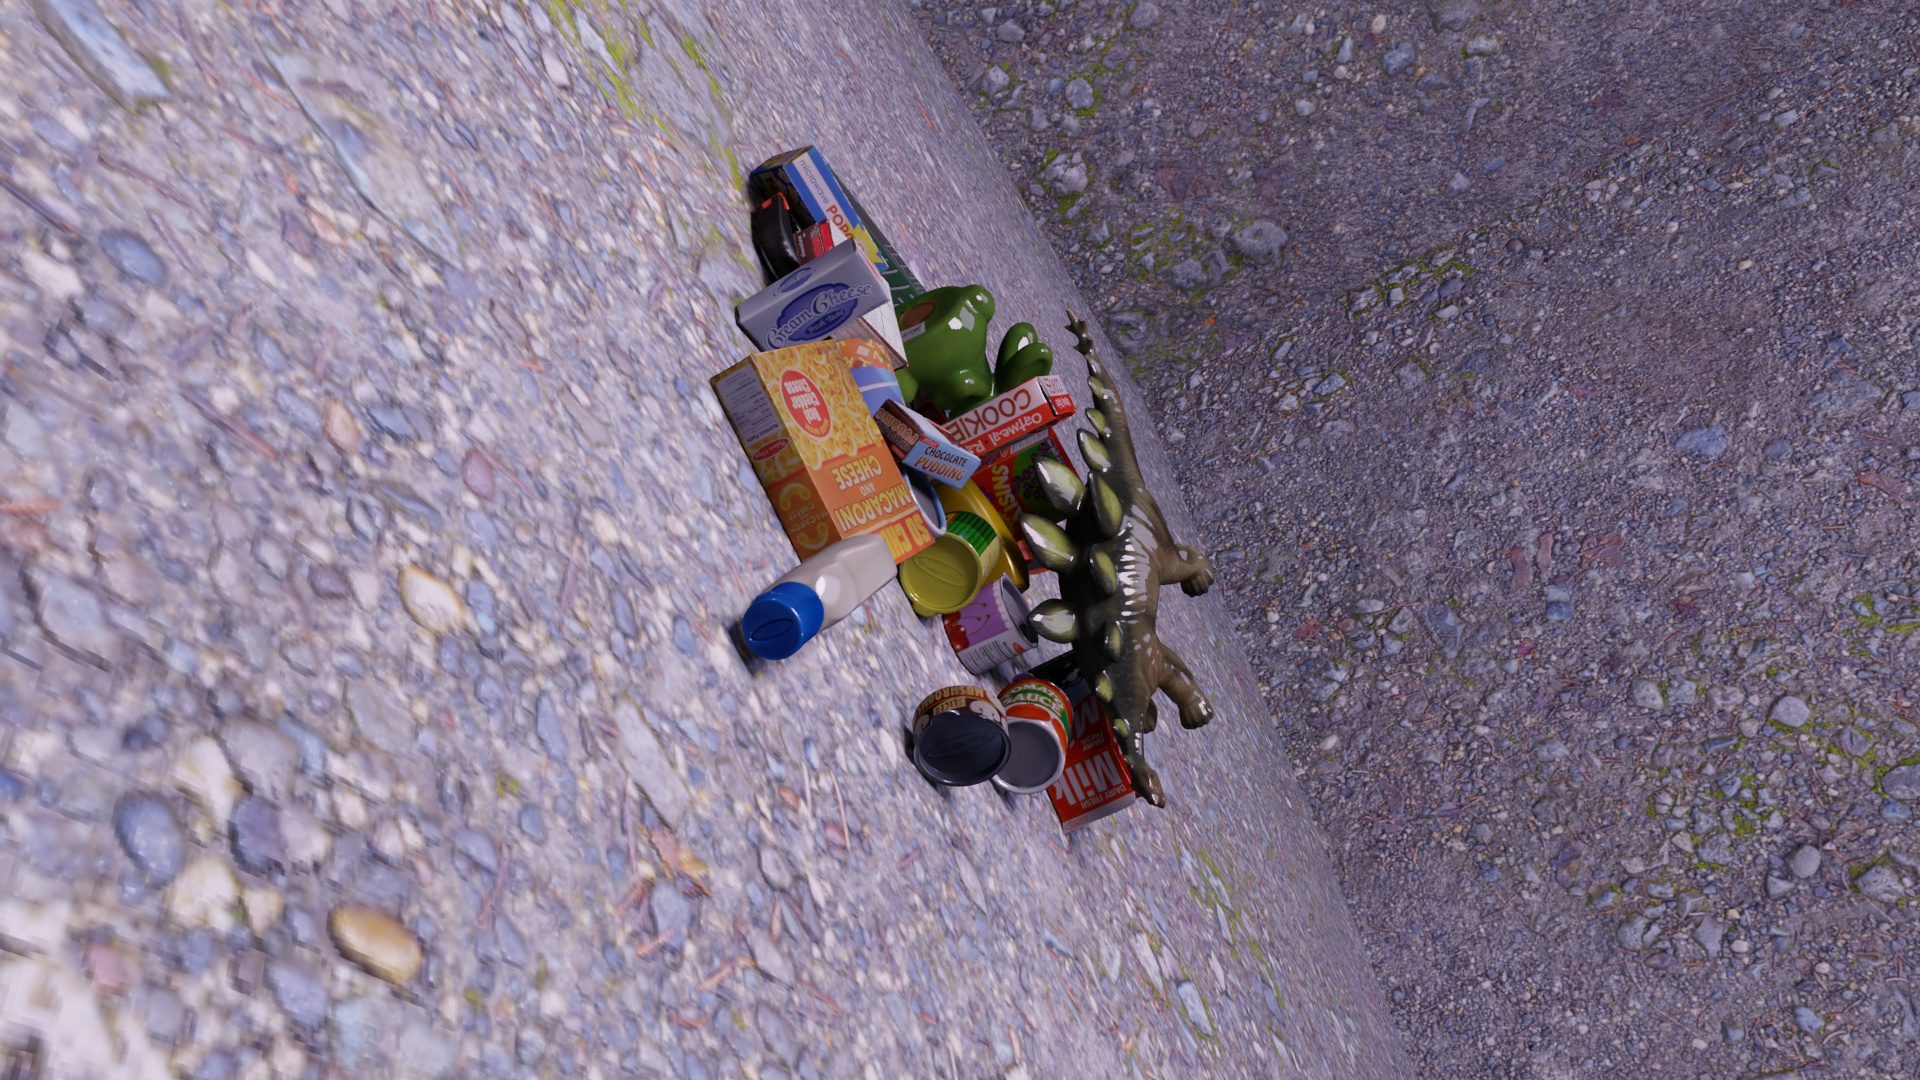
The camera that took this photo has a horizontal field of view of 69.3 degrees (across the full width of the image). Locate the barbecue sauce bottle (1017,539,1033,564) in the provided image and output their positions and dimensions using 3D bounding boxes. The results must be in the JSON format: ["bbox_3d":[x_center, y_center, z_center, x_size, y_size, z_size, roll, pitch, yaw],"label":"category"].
[{"bbox_3d":[0.029,-0.040,1.411,0.149,0.043,0.065,67,10,12],"label":"barbecue sauce bottle"}]

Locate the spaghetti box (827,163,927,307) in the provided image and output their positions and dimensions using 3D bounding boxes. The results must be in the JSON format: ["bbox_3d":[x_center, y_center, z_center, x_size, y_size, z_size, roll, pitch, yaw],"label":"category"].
[{"bbox_3d":[-0.074,-0.254,1.357,0.249,0.050,0.029,49,23,-26],"label":"spaghetti box"}]

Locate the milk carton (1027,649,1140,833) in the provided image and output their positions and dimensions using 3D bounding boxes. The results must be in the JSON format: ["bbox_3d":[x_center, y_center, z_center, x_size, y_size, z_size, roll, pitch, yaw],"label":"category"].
[{"bbox_3d":[0.115,0.185,1.261,0.073,0.072,0.191,55,15,-29],"label":"milk carton"}]

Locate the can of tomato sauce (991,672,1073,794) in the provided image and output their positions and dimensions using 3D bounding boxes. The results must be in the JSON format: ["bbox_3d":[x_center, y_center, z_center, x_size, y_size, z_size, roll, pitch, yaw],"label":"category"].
[{"bbox_3d":[0.054,0.153,1.104,0.071,0.071,0.083,61,14,-10],"label":"can of tomato sauce"}]

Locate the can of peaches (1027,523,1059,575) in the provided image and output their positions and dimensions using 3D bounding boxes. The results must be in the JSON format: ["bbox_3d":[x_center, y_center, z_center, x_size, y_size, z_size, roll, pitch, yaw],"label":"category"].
[{"bbox_3d":[0.072,-0.002,1.458,0.071,0.071,0.058,43,28,-56],"label":"can of peaches"}]

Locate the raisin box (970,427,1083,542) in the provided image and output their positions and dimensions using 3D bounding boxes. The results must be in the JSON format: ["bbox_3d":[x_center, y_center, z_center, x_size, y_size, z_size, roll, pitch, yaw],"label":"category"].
[{"bbox_3d":[0.051,-0.047,1.339,0.086,0.123,0.040,59,14,-21],"label":"raisin box"}]

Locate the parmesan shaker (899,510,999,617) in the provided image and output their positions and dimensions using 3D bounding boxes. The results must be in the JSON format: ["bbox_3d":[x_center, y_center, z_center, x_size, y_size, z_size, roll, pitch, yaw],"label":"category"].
[{"bbox_3d":[-0.009,0.018,1.134,0.071,0.071,0.103,62,13,-5],"label":"parmesan shaker"}]

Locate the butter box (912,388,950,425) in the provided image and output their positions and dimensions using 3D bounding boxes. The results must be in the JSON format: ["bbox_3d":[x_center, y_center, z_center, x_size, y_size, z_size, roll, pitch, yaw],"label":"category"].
[{"bbox_3d":[-0.034,-0.157,1.436,0.053,0.024,0.104,48,21,-45],"label":"butter box"}]

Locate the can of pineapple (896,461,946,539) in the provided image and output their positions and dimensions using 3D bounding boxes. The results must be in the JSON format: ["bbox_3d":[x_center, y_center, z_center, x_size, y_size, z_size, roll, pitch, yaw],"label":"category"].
[{"bbox_3d":[-0.051,-0.023,1.060,0.071,0.058,0.071,57,15,-24],"label":"can of pineapple"}]

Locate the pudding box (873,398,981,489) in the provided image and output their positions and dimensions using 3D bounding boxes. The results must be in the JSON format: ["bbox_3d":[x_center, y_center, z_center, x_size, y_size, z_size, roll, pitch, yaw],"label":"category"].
[{"bbox_3d":[-0.027,-0.072,1.052,0.050,0.030,0.083,44,12,32],"label":"pudding box"}]

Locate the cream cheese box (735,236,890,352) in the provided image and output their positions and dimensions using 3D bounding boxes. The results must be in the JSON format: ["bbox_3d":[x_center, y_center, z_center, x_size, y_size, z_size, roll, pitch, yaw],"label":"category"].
[{"bbox_3d":[-0.109,-0.176,1.031,0.053,0.104,0.024,52,14,-45],"label":"cream cheese box"}]

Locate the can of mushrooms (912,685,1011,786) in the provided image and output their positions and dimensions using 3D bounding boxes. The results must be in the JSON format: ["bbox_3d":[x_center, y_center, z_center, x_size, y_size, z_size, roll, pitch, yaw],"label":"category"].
[{"bbox_3d":[0.000,0.131,0.948,0.071,0.071,0.033,55,15,-31],"label":"can of mushrooms"}]

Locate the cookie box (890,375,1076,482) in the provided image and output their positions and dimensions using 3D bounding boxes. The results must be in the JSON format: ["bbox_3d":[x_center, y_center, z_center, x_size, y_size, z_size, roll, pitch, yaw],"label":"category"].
[{"bbox_3d":[0.009,-0.085,1.161,0.040,0.167,0.123,64,14,-2],"label":"cookie box"}]

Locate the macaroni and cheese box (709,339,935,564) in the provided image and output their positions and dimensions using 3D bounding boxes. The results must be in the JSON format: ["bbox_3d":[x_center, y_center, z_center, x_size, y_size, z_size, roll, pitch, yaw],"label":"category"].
[{"bbox_3d":[-0.092,-0.053,0.964,0.166,0.040,0.124,64,25,-1],"label":"macaroni and cheese box"}]

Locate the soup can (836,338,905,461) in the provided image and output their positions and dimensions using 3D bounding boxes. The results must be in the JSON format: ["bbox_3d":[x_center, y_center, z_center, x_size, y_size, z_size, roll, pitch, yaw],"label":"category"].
[{"bbox_3d":[-0.076,-0.108,1.100,0.071,0.071,0.084,42,25,-56],"label":"soup can"}]

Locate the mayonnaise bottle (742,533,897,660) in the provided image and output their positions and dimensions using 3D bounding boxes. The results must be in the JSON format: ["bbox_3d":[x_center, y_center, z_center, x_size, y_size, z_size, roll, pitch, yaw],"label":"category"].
[{"bbox_3d":[-0.087,0.033,0.831,0.041,0.064,0.148,66,18,-6],"label":"mayonnaise bottle"}]

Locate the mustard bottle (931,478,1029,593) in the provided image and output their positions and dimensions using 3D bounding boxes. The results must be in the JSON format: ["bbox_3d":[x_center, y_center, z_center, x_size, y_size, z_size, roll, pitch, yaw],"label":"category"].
[{"bbox_3d":[0.004,-0.016,1.243,0.160,0.065,0.049,64,17,17],"label":"mustard bottle"}]

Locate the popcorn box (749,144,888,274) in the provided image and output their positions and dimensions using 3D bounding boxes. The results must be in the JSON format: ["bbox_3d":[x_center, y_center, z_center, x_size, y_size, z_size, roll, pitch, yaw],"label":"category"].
[{"bbox_3d":[-0.125,-0.281,1.221,0.126,0.038,0.085,58,-19,-23],"label":"popcorn box"}]

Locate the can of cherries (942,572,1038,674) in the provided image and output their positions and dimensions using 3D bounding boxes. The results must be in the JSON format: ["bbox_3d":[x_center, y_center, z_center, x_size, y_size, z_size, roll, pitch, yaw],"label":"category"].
[{"bbox_3d":[0.025,0.070,1.169,0.071,0.058,0.072,56,16,-25],"label":"can of cherries"}]
